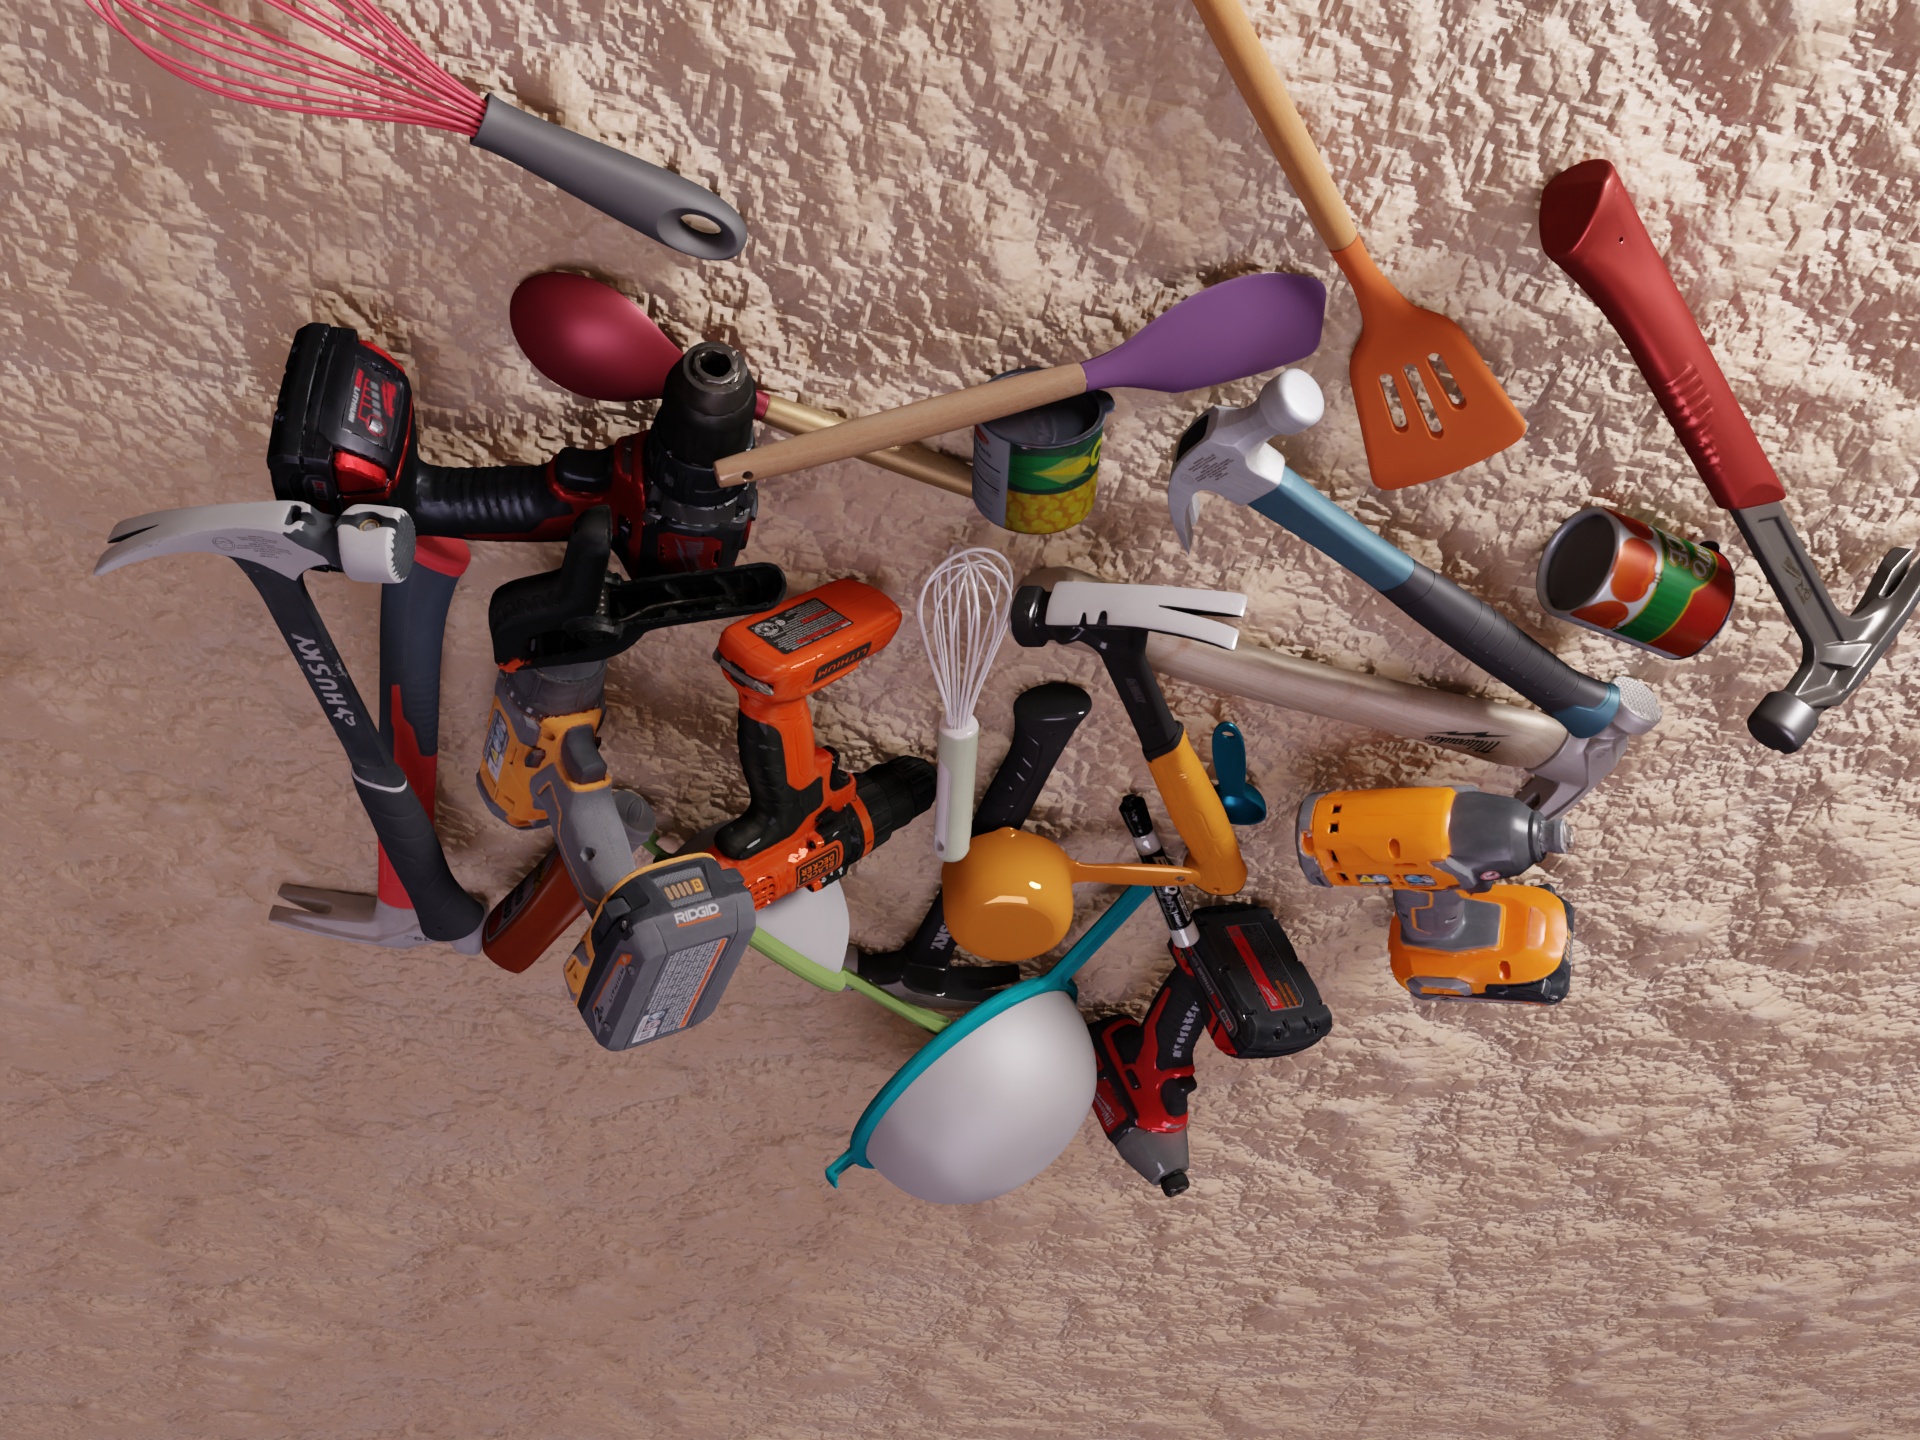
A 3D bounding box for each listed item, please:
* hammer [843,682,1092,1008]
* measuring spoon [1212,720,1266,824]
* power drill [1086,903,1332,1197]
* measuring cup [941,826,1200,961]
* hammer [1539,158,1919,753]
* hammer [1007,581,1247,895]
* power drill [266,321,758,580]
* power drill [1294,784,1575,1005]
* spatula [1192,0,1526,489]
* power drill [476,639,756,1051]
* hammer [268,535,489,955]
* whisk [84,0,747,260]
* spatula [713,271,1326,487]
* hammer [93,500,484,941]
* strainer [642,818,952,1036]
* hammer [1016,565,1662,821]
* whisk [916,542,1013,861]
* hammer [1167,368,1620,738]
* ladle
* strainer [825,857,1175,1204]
[{"bbox_3d":[0.017,0.096,1.086,0.146,0.035,0.334,12,135,-14],"label":"hammer"},{"bbox_3d":[0.175,0.029,1.018,0.042,0.021,0.128,7,150,16],"label":"measuring spoon"},{"bbox_3d":[0.169,0.246,1.174,0.078,0.143,0.219,0,139,-33],"label":"power drill"},{"bbox_3d":[0.073,0.120,1.048,0.173,0.052,0.095,0,136,2],"label":"measuring cup"},{"bbox_3d":[0.400,-0.145,0.820,0.149,0.037,0.358,-50,119,-9],"label":"hammer"},{"bbox_3d":[0.137,0.024,0.967,0.127,0.034,0.336,4,151,24],"label":"hammer"},{"bbox_3d":[-0.210,-0.129,0.778,0.226,0.080,0.187,6,154,-12],"label":"power drill"},{"bbox_3d":[0.334,0.113,1.044,0.164,0.084,0.226,-4,148,33],"label":"power drill"},{"bbox_3d":[0.168,-0.236,0.735,0.081,0.041,0.322,-19,134,29],"label":"spatula"},{"bbox_3d":[-0.201,0.048,0.900,0.084,0.226,0.185,-13,147,-36],"label":"power drill"},{"bbox_3d":[-0.358,0.019,0.984,0.143,0.038,0.386,10,135,-11],"label":"hammer"},{"bbox_3d":[-0.224,-0.265,0.678,0.295,0.073,0.073,18,133,-30],"label":"whisk"},{"bbox_3d":[0.034,-0.161,0.766,0.316,0.018,0.059,-18,138,-11],"label":"spatula"},{"bbox_3d":[-0.337,0.021,0.891,0.149,0.036,0.408,4,145,0],"label":"hammer"},{"bbox_3d":[-0.086,0.136,1.072,0.256,0.152,0.069,36,85,-31],"label":"strainer"},{"bbox_3d":[0.220,-0.012,0.980,0.410,0.038,0.146,14,136,-16],"label":"hammer"},{"bbox_3d":[-0.002,-0.003,0.952,0.059,0.058,0.246,-16,135,-21],"label":"whisk"},{"bbox_3d":[0.249,-0.074,0.874,0.330,0.033,0.128,29,151,-25],"label":"hammer"},{"bbox_3d":[-0.078,-0.153,0.824,0.315,0.031,0.069,17,140,-22],"label":"ladle"},{"bbox_3d":[0.066,0.245,1.154,0.340,0.095,0.211,-51,153,21],"label":"strainer"}]
